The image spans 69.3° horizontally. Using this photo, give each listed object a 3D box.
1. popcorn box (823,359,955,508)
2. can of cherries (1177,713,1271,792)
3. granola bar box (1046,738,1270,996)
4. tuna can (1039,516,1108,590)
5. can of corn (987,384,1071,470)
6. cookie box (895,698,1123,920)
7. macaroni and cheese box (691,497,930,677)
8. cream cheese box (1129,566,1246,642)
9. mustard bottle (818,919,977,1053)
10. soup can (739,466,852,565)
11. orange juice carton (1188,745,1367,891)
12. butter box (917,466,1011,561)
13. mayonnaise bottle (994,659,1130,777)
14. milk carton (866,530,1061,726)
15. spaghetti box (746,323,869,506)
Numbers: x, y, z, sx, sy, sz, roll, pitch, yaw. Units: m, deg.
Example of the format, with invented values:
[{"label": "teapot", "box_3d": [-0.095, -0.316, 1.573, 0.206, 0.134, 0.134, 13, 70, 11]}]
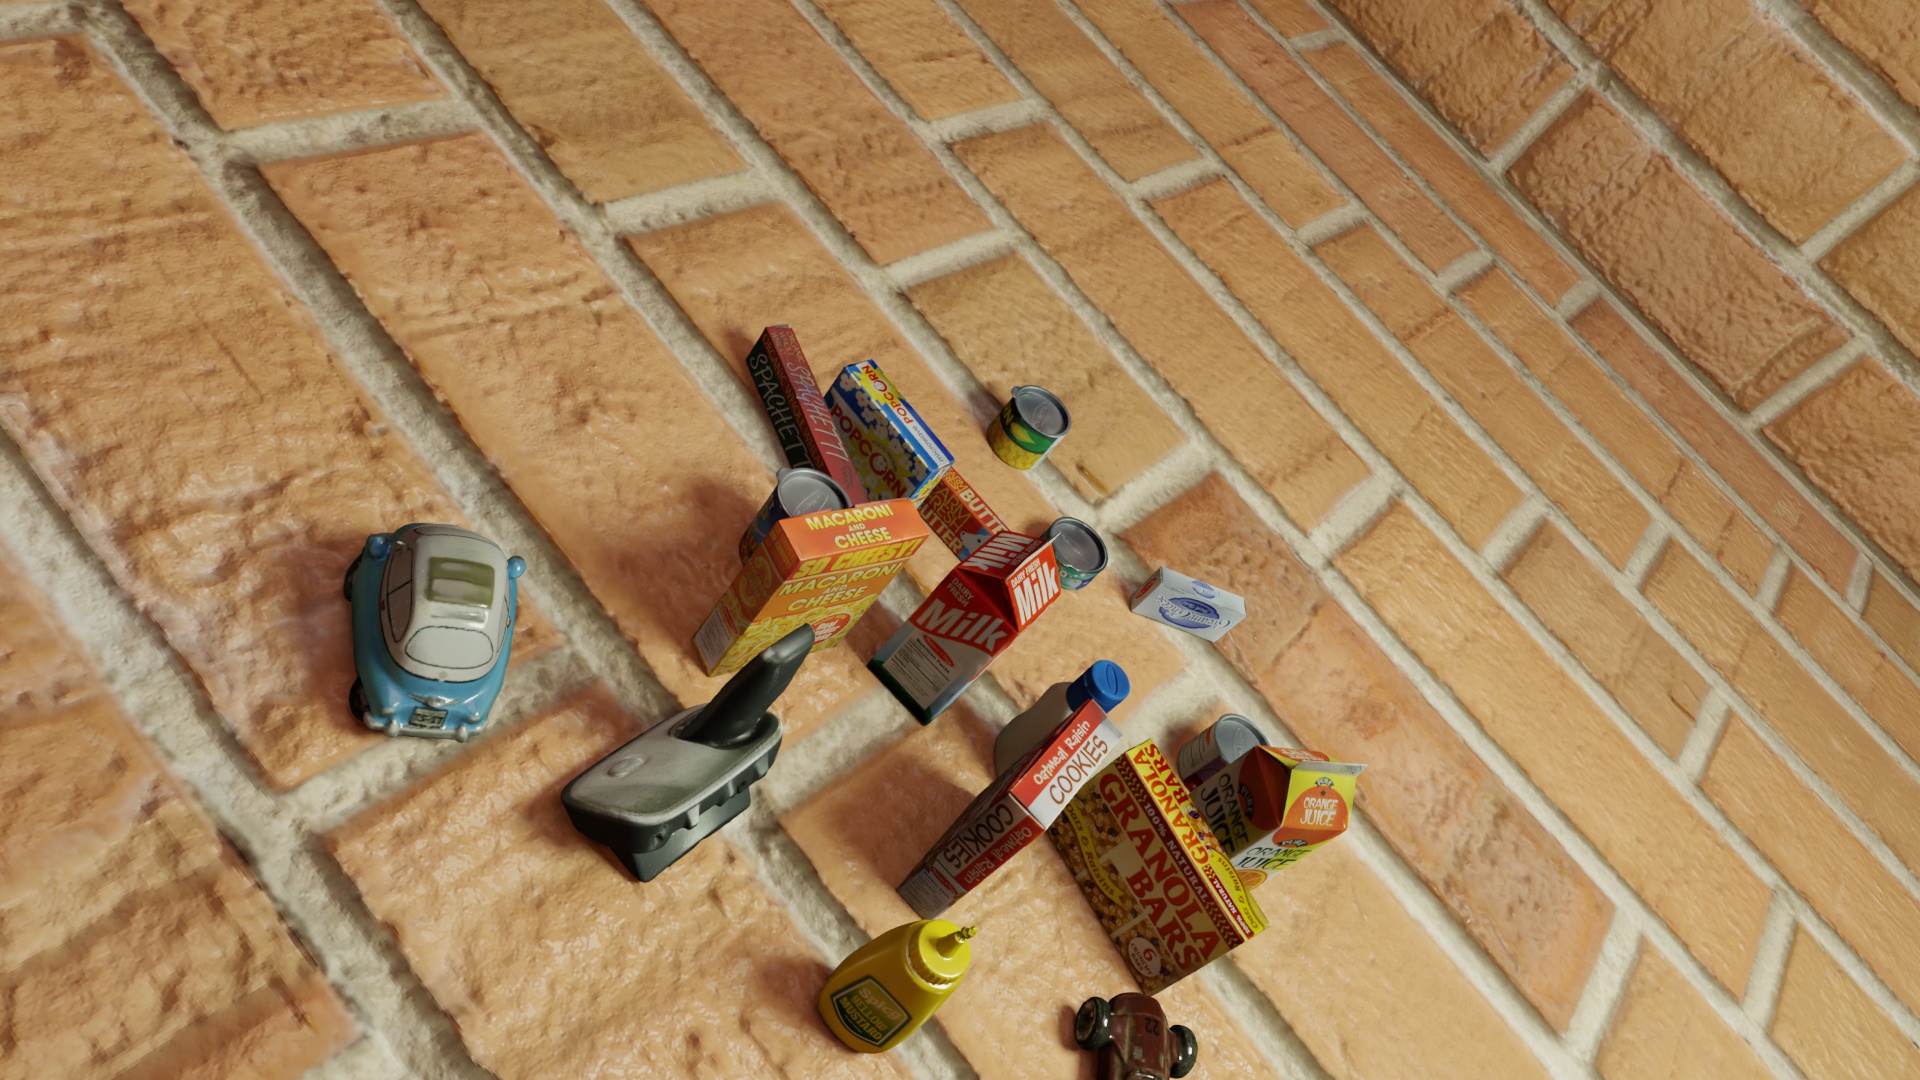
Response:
[{"label": "popcorn box", "box_3d": [-0.073, -0.088, 1.249, 0.127, 0.084, 0.038, 51, 42, 11]}, {"label": "can of cherries", "box_3d": [0.241, 0.200, 1.255, 0.071, 0.058, 0.072, 20, 46, -22]}, {"label": "granola bar box", "box_3d": [0.148, 0.258, 1.088, 0.039, 0.123, 0.166, -14, 65, -43]}, {"label": "tuna can", "box_3d": [0.104, 0.014, 1.332, 0.071, 0.032, 0.071, 20, 46, -22]}, {"label": "can of corn", "box_3d": [0.066, -0.114, 1.395, 0.071, 0.058, 0.071, 20, 46, -22]}, {"label": "cookie box", "box_3d": [0.035, 0.199, 1.022, 0.040, 0.166, 0.123, 45, 42, 4]}, {"label": "macaroni and cheese box", "box_3d": [-0.115, 0.035, 1.051, 0.124, 0.165, 0.040, -11, 63, -42]}, {"label": "cream cheese box", "box_3d": [0.223, 0.063, 1.363, 0.104, 0.053, 0.024, 20, 46, -22]}, {"label": "mustard bottle", "box_3d": [-0.035, 0.282, 0.904, 0.065, 0.159, 0.049, 44, 42, 3]}, {"label": "soup can", "box_3d": [-0.138, -0.011, 1.136, 0.071, 0.083, 0.072, 20, 46, -22]}, {"label": "orange juice carton", "box_3d": [0.243, 0.225, 1.135, 0.072, 0.191, 0.073, 11, 50, -30]}, {"label": "butter box", "box_3d": [0.005, -0.016, 1.269, 0.103, 0.053, 0.024, 48, 42, 8]}, {"label": "mayonnaise bottle", "box_3d": [0.080, 0.148, 1.114, 0.041, 0.147, 0.065, 17, 47, -25]}, {"label": "milk carton", "box_3d": [0.011, 0.061, 1.106, 0.073, 0.189, 0.073, 46, 42, 5]}, {"label": "spaghetti box", "box_3d": [-0.130, -0.082, 1.229, 0.029, 0.050, 0.251, -4, 58, -39]}]
